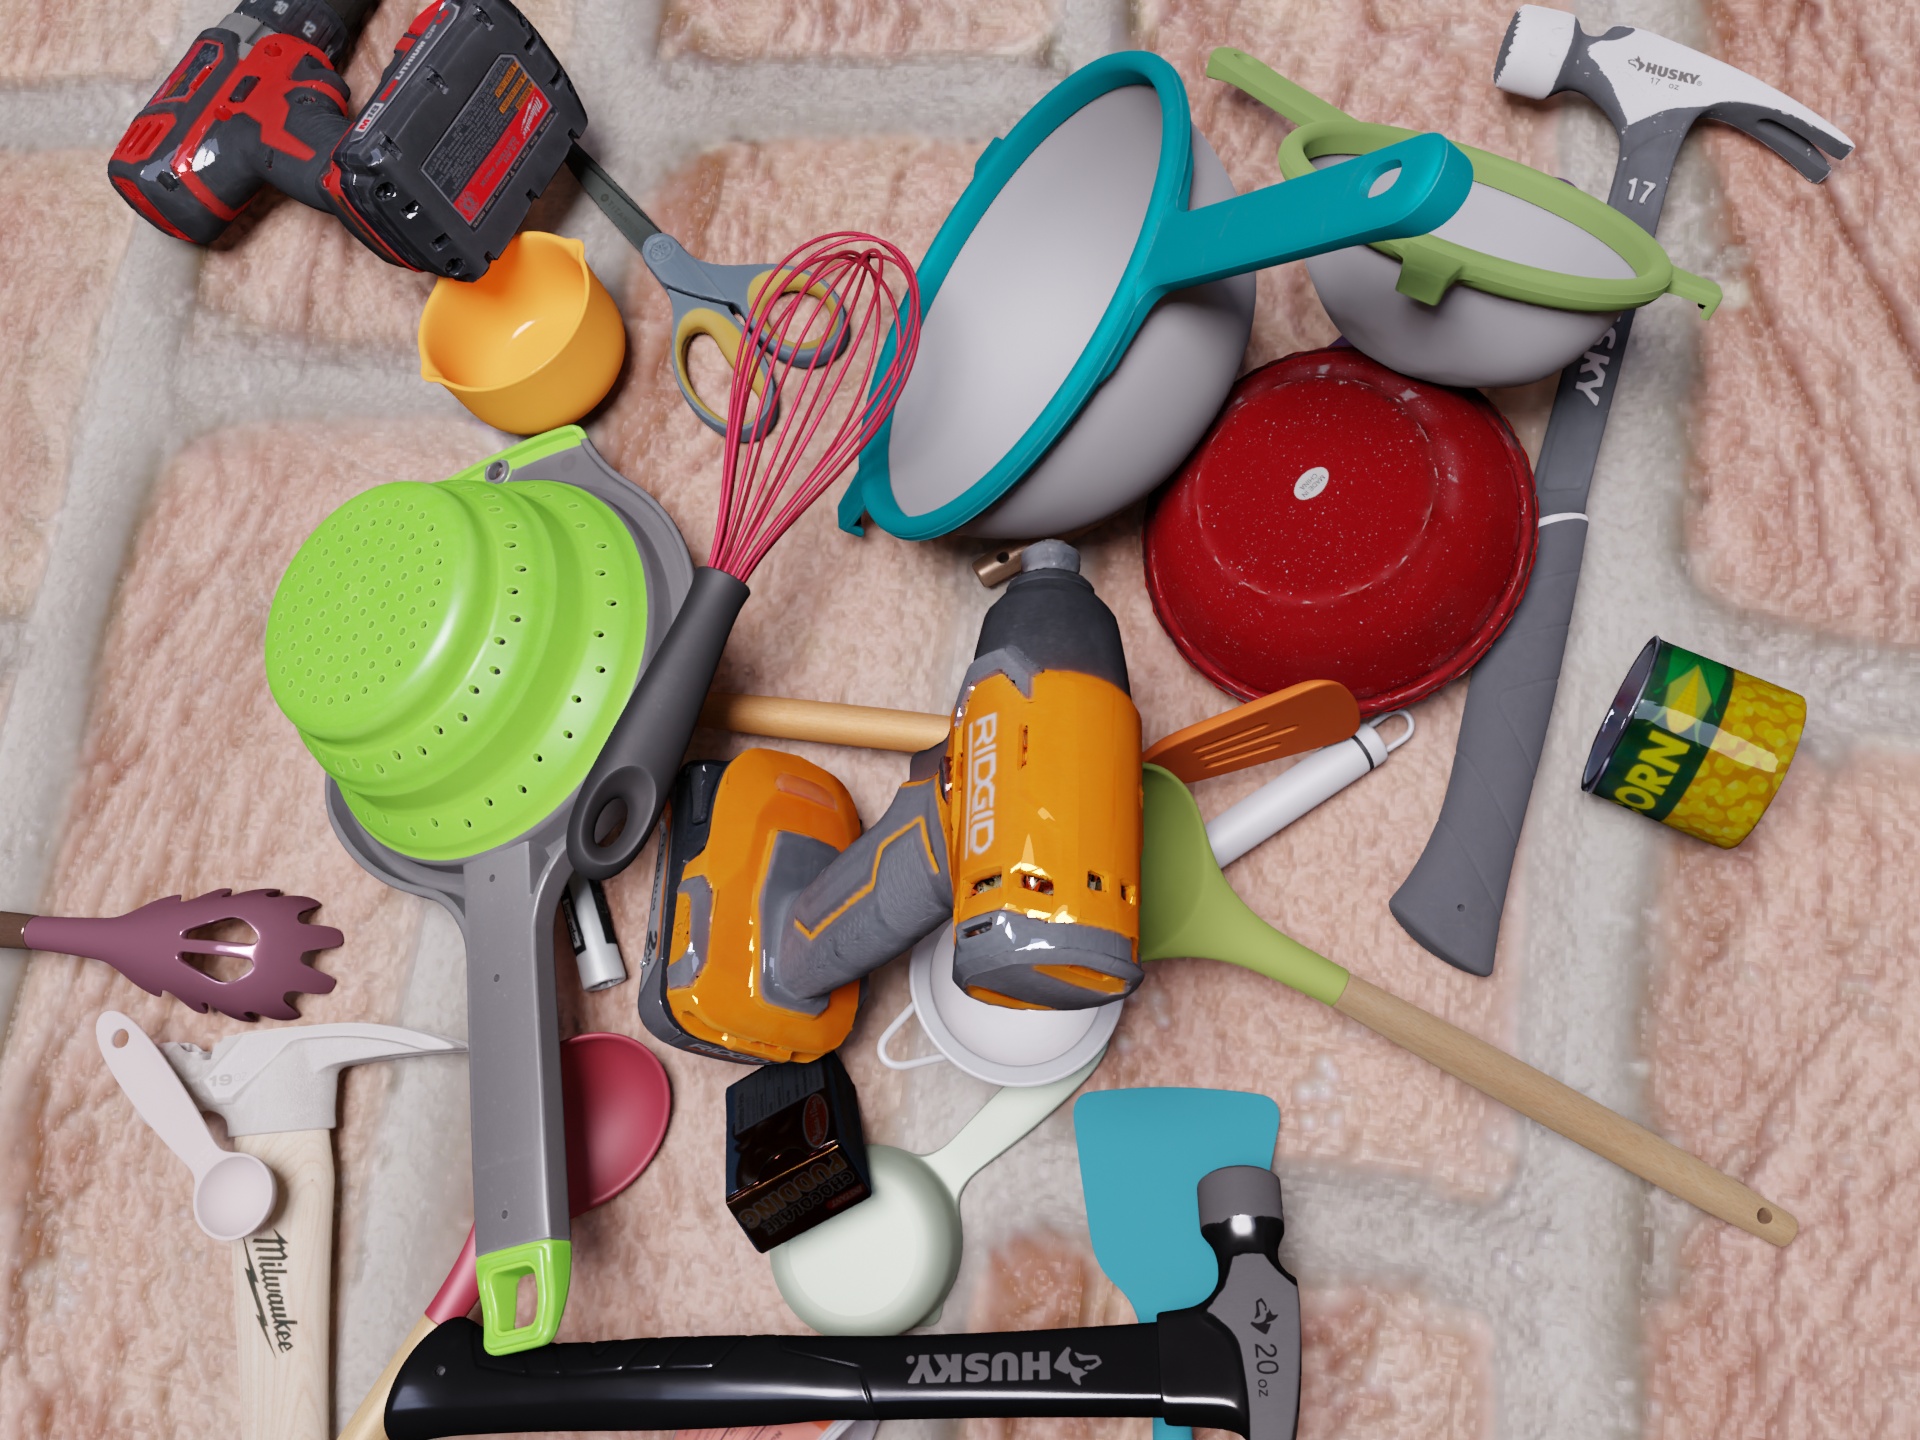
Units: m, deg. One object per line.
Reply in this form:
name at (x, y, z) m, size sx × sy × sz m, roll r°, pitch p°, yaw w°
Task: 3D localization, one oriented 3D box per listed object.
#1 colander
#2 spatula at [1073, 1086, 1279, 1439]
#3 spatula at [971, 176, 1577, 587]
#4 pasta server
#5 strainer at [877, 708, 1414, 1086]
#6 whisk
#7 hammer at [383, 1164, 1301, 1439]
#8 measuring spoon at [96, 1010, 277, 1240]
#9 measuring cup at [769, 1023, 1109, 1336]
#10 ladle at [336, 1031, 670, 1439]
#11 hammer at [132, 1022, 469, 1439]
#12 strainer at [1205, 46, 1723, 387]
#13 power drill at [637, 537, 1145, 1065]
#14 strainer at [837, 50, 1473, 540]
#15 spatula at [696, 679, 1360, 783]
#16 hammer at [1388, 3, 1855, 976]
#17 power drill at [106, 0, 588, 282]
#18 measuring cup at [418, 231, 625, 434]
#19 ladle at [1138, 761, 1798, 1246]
colander at (-0.205, 0.040, 0.631) m, size 0.204 × 0.094 × 0.397 m, roll -20°, pitch 63°, yaw 20°
spatula at (0.083, 0.302, 0.599) m, size 0.082 × 0.044 × 0.317 m, roll -2°, pitch 81°, yaw 10°
spatula at (0.141, -0.147, 0.700) m, size 0.316 × 0.018 × 0.060 m, roll -32°, pitch 77°, yaw 0°
pasta server at (-0.439, 0.095, 0.720) m, size 0.316 × 0.040 × 0.060 m, roll 4°, pitch 77°, yaw 7°
strainer at (0.079, 0.069, 0.648) m, size 0.258 × 0.050 × 0.087 m, roll -32°, pitch 74°, yaw -5°
whisk at (-0.088, -0.073, 0.639) m, size 0.073 × 0.073 × 0.296 m, roll 18°, pitch 74°, yaw 13°
hammer at (-0.046, 0.241, 0.569) m, size 0.335 × 0.035 × 0.146 m, roll -5°, pitch 49°, yaw 9°
measuring spoon at (-0.325, 0.167, 0.667) m, size 0.034 × 0.018 × 0.124 m, roll -45°, pitch 69°, yaw -7°
measuring cup at (-0.006, 0.178, 0.634) m, size 0.167 × 0.038 × 0.083 m, roll -42°, pitch 73°, yaw 0°
ladle at (-0.219, 0.262, 0.626) m, size 0.069 × 0.031 × 0.315 m, roll 38°, pitch 71°, yaw -17°
hammer at (-0.264, 0.331, 0.644) m, size 0.146 × 0.038 × 0.411 m, roll -8°, pitch 76°, yaw 6°
strainer at (0.163, -0.201, 0.644) m, size 0.151 × 0.069 × 0.257 m, roll -5°, pitch 40°, yaw -27°
power drill at (-0.024, 0.036, 0.586) m, size 0.226 × 0.084 × 0.164 m, roll -24°, pitch 53°, yaw 44°
strainer at (0.082, -0.149, 0.597) m, size 0.095 × 0.340 × 0.211 m, roll 25°, pitch 83°, yaw -28°
spatula at (-0.001, -0.002, 0.662) m, size 0.323 × 0.081 × 0.041 m, roll 6°, pitch 77°, yaw 22°
hammer at (0.253, -0.096, 0.657) m, size 0.149 × 0.036 × 0.409 m, roll 16°, pitch 82°, yaw 4°
power drill at (-0.290, -0.307, 0.768) m, size 0.227 × 0.080 × 0.188 m, roll 18°, pitch 72°, yaw 30°
measuring cup at (-0.226, -0.203, 0.765) m, size 0.095 × 0.052 × 0.174 m, roll -42°, pitch 60°, yaw -3°
ladle at (0.168, 0.113, 0.590) m, size 0.320 × 0.062 × 0.078 m, roll 28°, pitch 80°, yaw 4°
